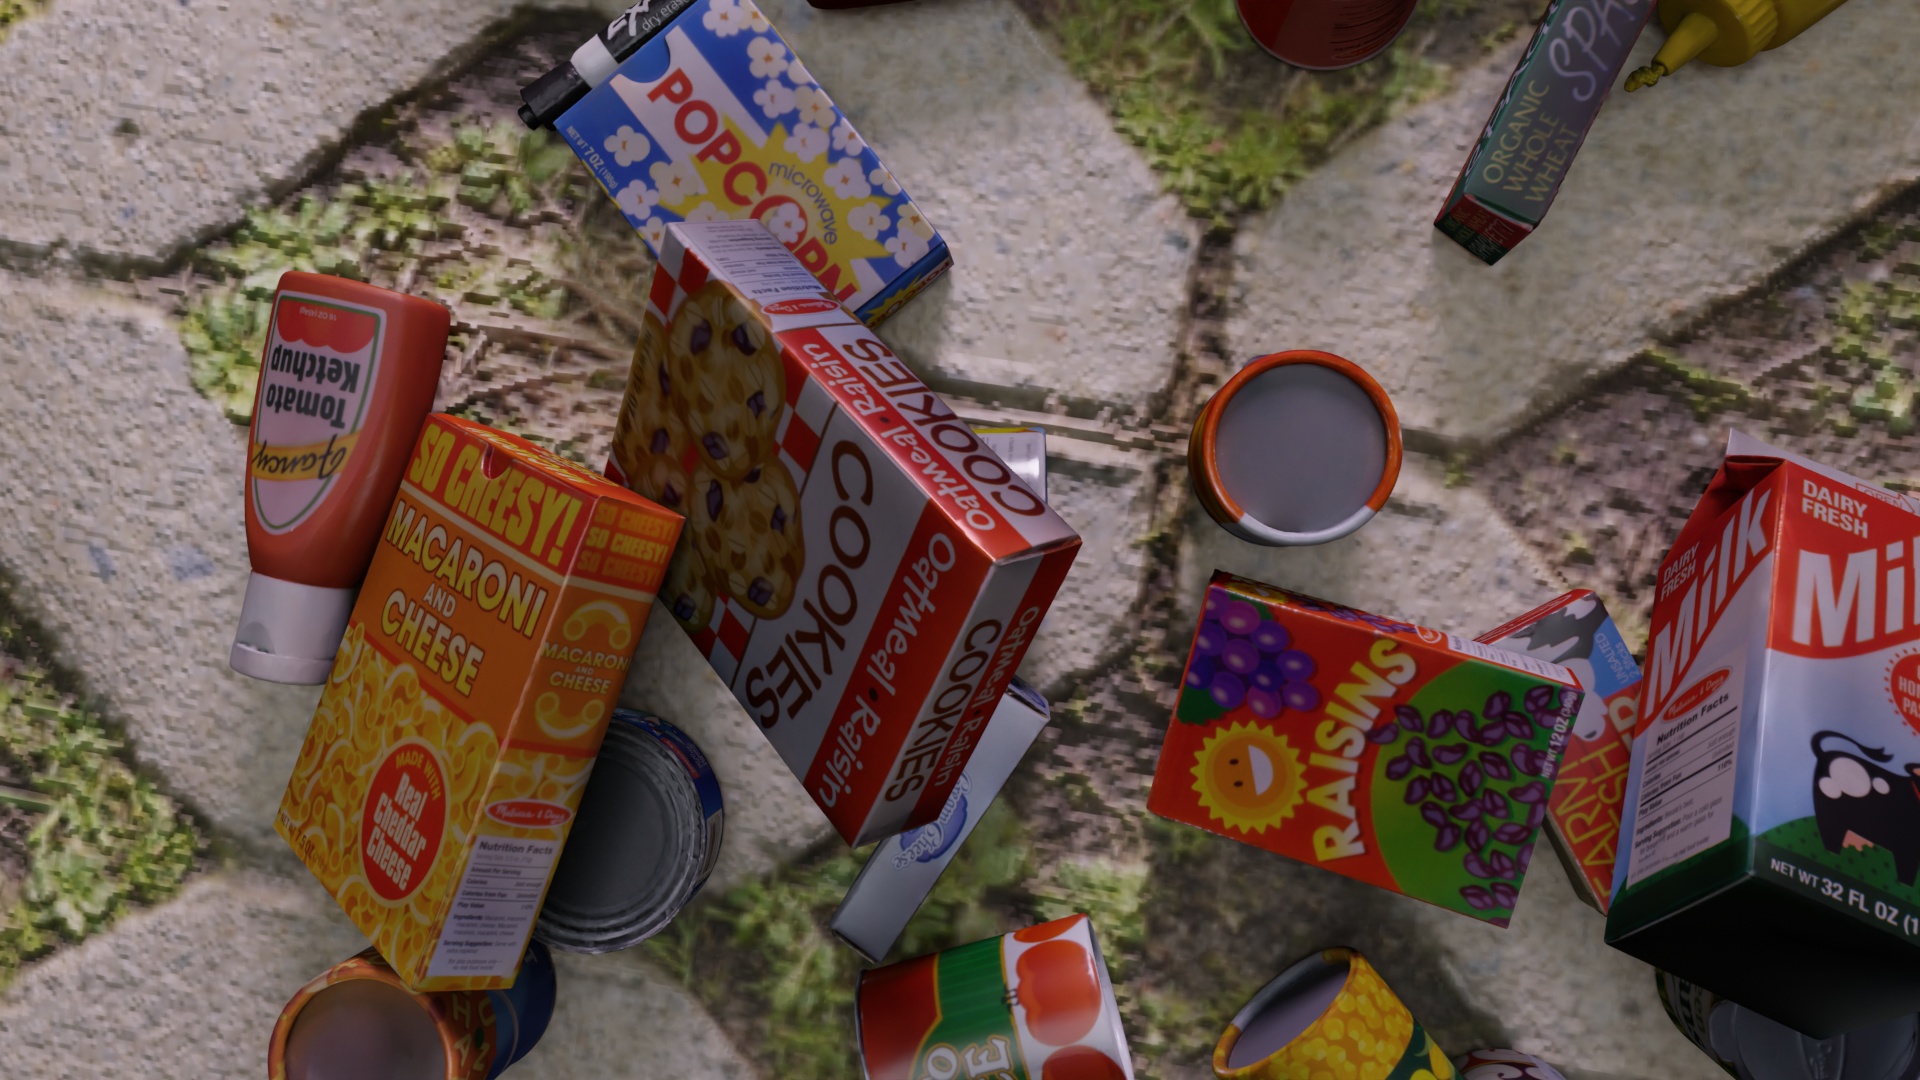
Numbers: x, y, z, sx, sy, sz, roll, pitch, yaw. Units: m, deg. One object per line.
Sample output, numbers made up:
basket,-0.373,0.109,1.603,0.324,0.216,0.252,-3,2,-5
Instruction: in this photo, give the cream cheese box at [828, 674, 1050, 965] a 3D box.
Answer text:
cream cheese box,-0.006,0.095,0.492,0.024,0.053,0.103,34,92,2

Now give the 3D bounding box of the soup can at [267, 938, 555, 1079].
soup can,-0.190,0.168,0.492,0.071,0.084,0.071,0,89,5

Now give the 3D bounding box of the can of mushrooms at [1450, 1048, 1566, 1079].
can of mushrooms,0.190,0.216,0.484,0.071,0.033,0.071,0,90,4

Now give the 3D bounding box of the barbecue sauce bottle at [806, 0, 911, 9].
barbecue sauce bottle,0.013,-0.232,0.499,0.148,0.043,0.065,-5,88,4

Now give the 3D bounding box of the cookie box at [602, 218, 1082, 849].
cookie box,-0.048,-0.005,0.444,0.168,0.040,0.122,46,130,28

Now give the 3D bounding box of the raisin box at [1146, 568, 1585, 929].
raisin box,0.135,0.068,0.474,0.123,0.040,0.086,16,100,14

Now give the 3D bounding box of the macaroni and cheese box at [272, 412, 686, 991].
macaroni and cheese box,-0.171,0.049,0.481,0.124,0.040,0.166,22,92,42

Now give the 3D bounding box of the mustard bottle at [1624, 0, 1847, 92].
mustard bottle,0.290,-0.210,0.473,0.160,0.049,0.065,-45,85,3

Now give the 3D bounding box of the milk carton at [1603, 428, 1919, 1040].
milk carton,0.267,0.046,0.438,0.072,0.073,0.191,23,58,4

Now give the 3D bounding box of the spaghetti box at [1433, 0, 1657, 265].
spaghetti box,0.236,-0.215,0.477,0.029,0.050,0.250,28,92,6

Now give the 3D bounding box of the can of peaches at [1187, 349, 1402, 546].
can of peaches,0.113,-0.033,0.481,0.071,0.058,0.071,0,90,5

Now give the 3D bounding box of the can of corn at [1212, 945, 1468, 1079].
can of corn,0.129,0.182,0.471,0.071,0.071,0.058,-40,86,4

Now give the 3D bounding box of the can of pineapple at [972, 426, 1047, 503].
can of pineapple,0.002,-0.006,0.488,0.058,0.071,0.071,-1,90,4

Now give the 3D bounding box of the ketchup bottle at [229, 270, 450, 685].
ketchup bottle,-0.236,-0.022,0.517,0.065,0.043,0.148,13,91,17

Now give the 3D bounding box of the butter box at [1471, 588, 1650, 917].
butter box,0.221,0.074,0.488,0.053,0.024,0.103,-28,87,5

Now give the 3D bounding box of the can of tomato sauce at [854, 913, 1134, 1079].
can of tomato sauce,0.013,0.173,0.482,0.083,0.071,0.071,-16,88,4

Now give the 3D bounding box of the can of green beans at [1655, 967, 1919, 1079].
can of green beans,0.278,0.153,0.465,0.071,0.058,0.071,0,90,5

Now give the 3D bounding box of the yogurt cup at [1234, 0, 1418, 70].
yogurt cup,0.132,-0.205,0.484,0.072,0.054,0.072,0,90,6

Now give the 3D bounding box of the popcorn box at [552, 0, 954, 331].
popcorn box,-0.074,-0.126,0.508,0.085,0.038,0.127,-39,87,5
